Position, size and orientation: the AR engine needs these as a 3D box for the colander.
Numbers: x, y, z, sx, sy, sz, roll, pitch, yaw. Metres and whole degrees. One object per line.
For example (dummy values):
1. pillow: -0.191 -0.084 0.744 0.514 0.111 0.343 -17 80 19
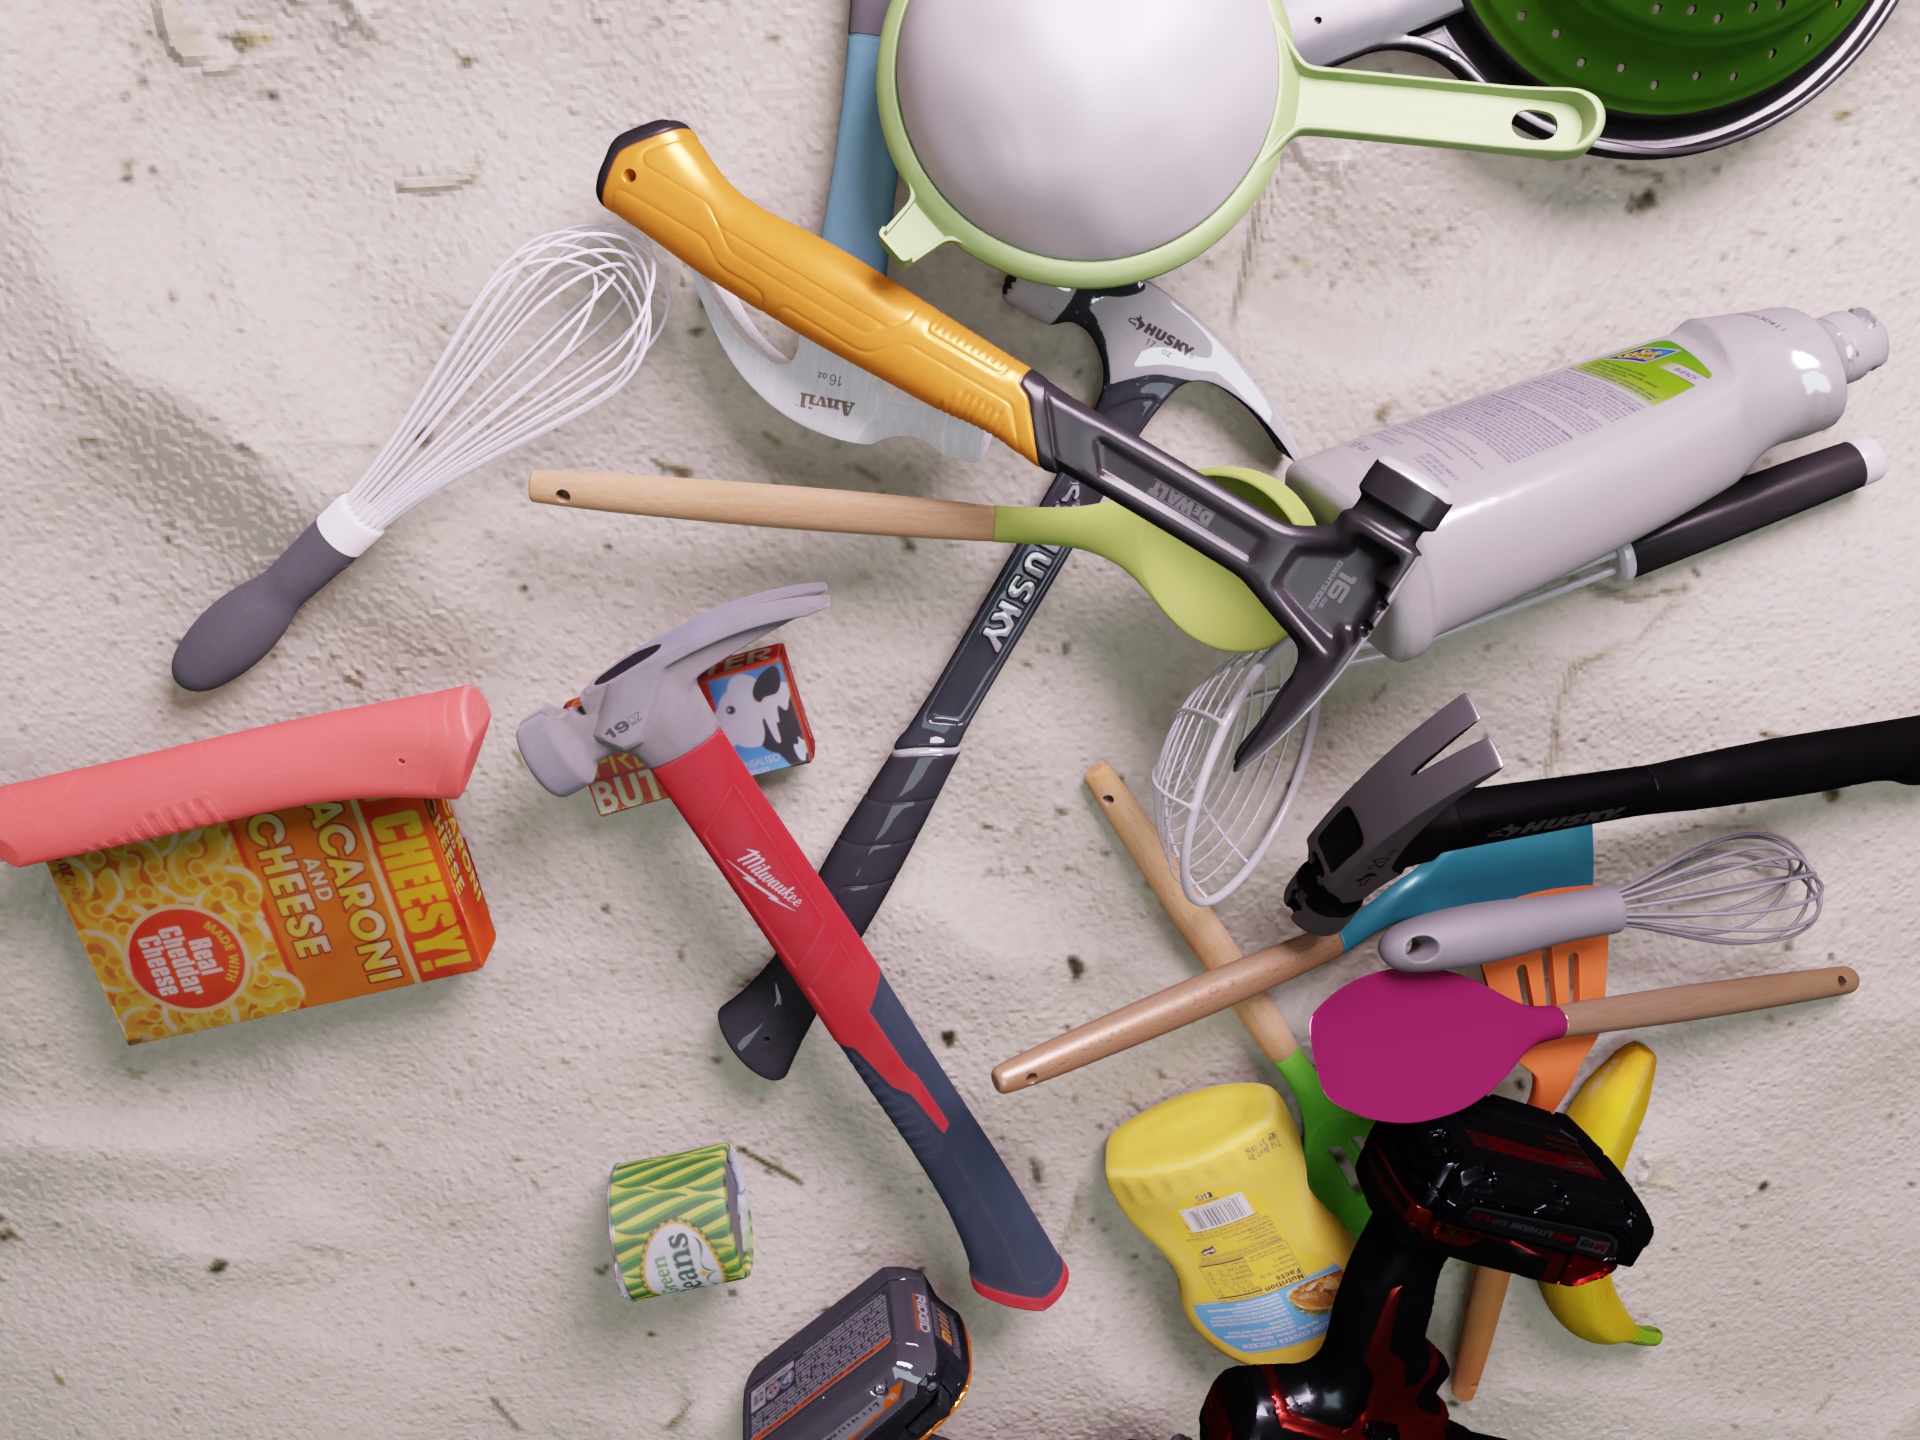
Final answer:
1. colander: 0.192 -0.286 0.582 0.397 0.094 0.204 -20 100 7

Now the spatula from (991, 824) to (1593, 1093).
1. spatula: 0.160 0.114 0.739 0.317 0.044 0.082 -18 117 -21

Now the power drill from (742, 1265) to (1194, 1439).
1. power drill: 0.013 0.391 0.844 0.164 0.084 0.226 -40 113 10

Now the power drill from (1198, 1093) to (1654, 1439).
1. power drill: 0.239 0.298 0.769 0.187 0.080 0.226 18 108 -14

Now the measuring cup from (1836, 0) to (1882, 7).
1. measuring cup: 0.316 -0.340 0.627 0.156 0.029 0.062 35 103 -3

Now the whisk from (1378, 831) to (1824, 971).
1. whisk: 0.305 0.092 0.750 0.239 0.055 0.055 -7 111 -14

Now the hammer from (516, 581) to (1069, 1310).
1. hammer: -0.034 0.123 0.728 0.143 0.038 0.386 -29 112 4

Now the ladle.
1. ladle: -0.013 -0.076 0.640 0.320 0.062 0.078 4 122 -5

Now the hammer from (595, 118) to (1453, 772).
1. hammer: 0.006 -0.117 0.597 0.337 0.034 0.127 32 107 4

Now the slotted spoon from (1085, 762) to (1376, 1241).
1. slotted spoon: 0.150 0.144 0.789 0.070 0.031 0.313 -27 109 24

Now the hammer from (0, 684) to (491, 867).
1. hammer: -0.375 0.031 0.659 0.359 0.037 0.149 -13 109 2

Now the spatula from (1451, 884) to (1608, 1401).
1. spatula: 0.282 0.233 0.824 0.081 0.041 0.322 -9 120 -18

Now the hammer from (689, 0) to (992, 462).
1. hammer: -0.026 -0.273 0.605 0.128 0.033 0.331 12 106 8

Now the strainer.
1. strainer: 0.097 -0.223 0.540 0.256 0.069 0.151 7 90 2

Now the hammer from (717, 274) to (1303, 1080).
1. hammer: -0.001 -0.002 0.719 0.149 0.036 0.409 26 107 -14

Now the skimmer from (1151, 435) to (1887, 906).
1. skimmer: 0.249 -0.028 0.699 0.363 0.090 0.127 -22 143 1

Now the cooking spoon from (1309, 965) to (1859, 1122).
1. cooking spoon: 0.307 0.142 0.762 0.318 0.017 0.069 -3 74 -19

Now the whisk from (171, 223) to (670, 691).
1. whisk: -0.229 -0.100 0.654 0.284 0.070 0.070 -38 109 14

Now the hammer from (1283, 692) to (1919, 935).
1. hammer: 0.317 0.026 0.708 0.334 0.035 0.146 -7 148 -16
